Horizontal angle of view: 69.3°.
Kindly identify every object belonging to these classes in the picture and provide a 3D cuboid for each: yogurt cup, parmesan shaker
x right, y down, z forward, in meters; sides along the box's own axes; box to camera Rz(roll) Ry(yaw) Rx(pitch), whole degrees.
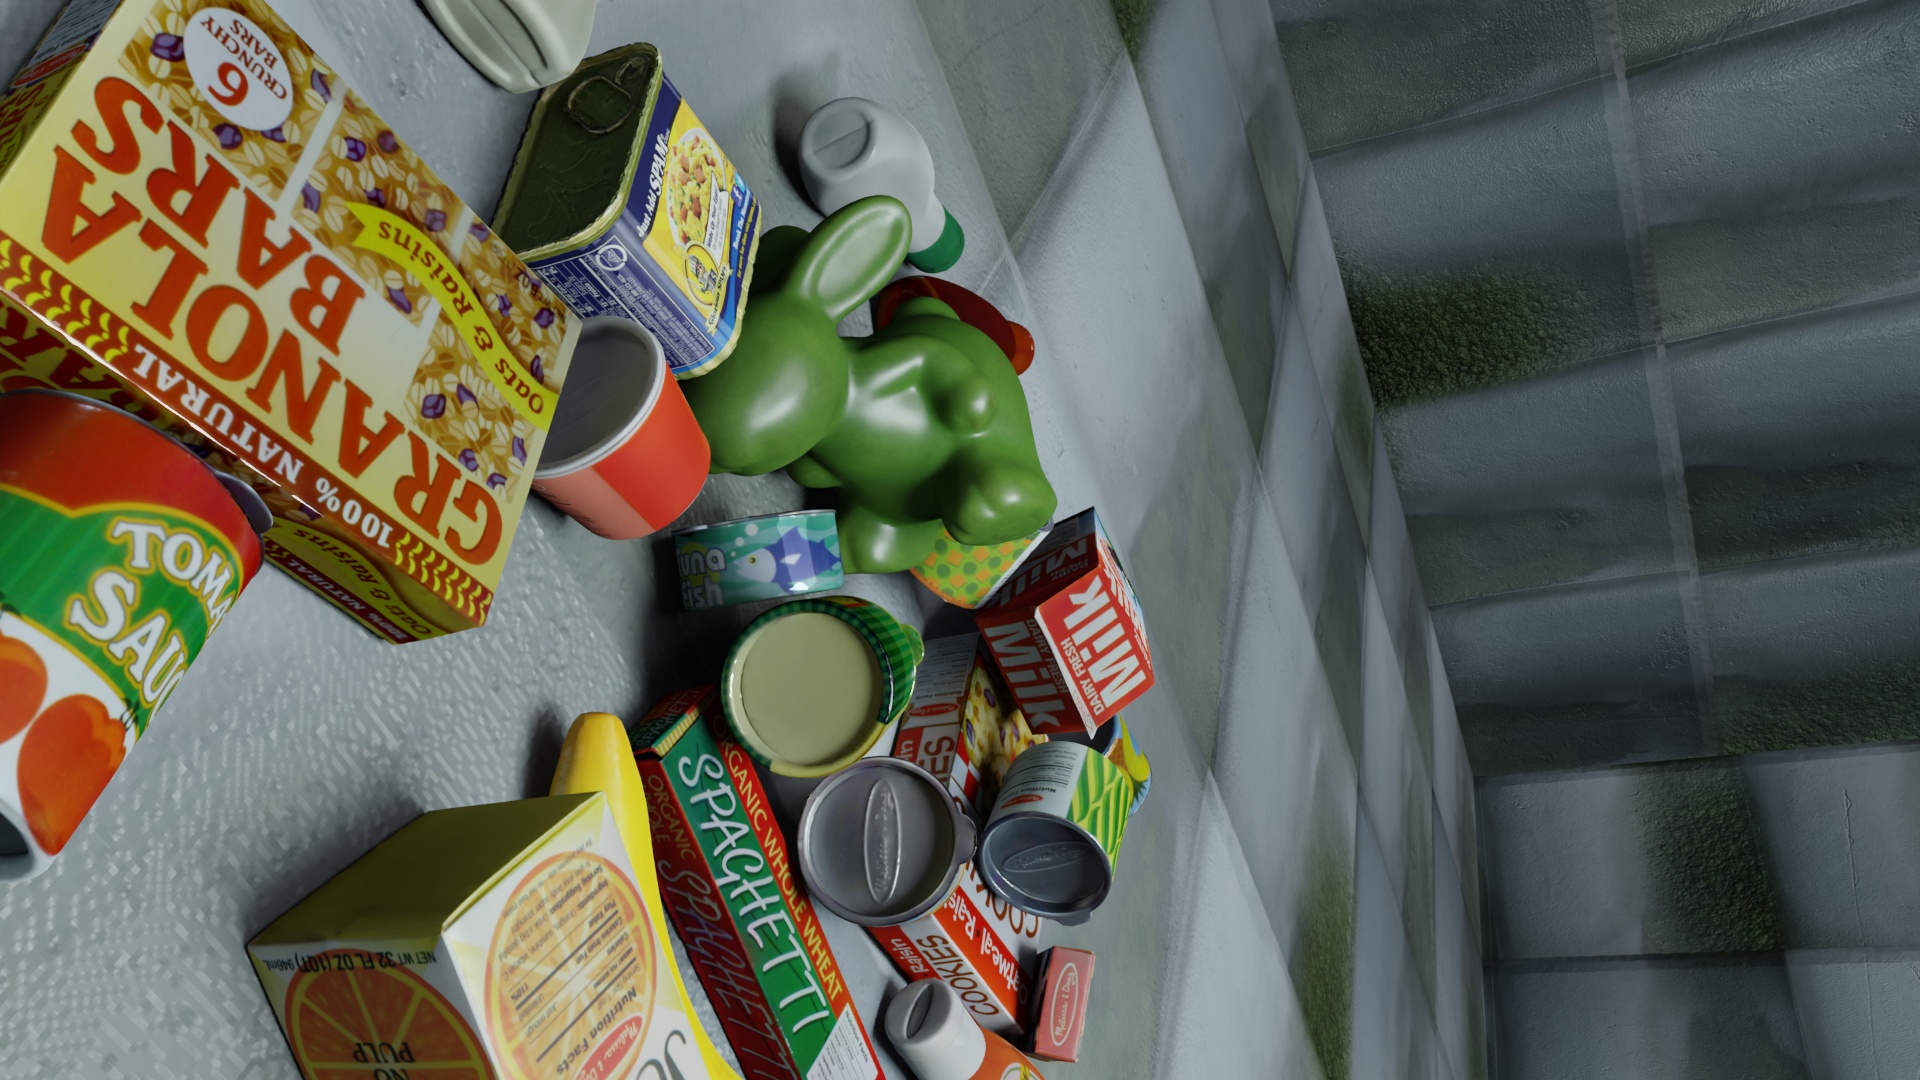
[{"bbox_3d":[-0.124,-0.036,0.488,0.053,0.072,0.073,61,29,-52],"label":"yogurt cup"},{"bbox_3d":[-0.052,0.054,0.555,0.103,0.071,0.071,55,26,-87],"label":"parmesan shaker"}]

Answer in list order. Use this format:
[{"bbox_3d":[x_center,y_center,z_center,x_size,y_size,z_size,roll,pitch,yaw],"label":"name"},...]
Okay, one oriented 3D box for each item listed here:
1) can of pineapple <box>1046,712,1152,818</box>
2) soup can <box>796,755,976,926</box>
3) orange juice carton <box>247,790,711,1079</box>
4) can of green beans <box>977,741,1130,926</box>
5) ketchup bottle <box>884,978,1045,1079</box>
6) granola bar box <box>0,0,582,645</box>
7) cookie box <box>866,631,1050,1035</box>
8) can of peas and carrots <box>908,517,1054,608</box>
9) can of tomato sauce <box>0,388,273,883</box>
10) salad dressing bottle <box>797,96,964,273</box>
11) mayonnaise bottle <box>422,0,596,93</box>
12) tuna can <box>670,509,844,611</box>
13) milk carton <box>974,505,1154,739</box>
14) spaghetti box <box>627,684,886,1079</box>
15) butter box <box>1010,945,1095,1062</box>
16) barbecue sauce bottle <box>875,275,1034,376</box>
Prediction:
[{"bbox_3d":[0.077,0.136,0.849,0.057,0.071,0.071,57,32,-39],"label":"can of pineapple"},{"bbox_3d":[-0.028,0.129,0.586,0.083,0.071,0.071,81,5,-74],"label":"soup can"},{"bbox_3d":[-0.118,0.177,0.402,0.073,0.071,0.192,-42,118,-62],"label":"orange juice carton"},{"bbox_3d":[0.047,0.142,0.684,0.058,0.071,0.071,-60,134,-57],"label":"can of green beans"},{"bbox_3d":[0.009,0.270,0.677,0.148,0.043,0.065,62,37,-33],"label":"ketchup bottle"},{"bbox_3d":[-0.187,-0.064,0.390,0.165,0.039,0.125,51,36,-47],"label":"granola bar box"},{"bbox_3d":[0.005,0.151,0.721,0.122,0.040,0.168,60,30,-37],"label":"cookie box"},{"bbox_3d":[0.003,-0.009,0.710,0.071,0.058,0.071,35,20,-15],"label":"can of peas and carrots"},{"bbox_3d":[-0.199,0.020,0.293,0.071,0.071,0.083,59,32,-39],"label":"can of tomato sauce"},{"bbox_3d":[-0.037,-0.184,0.745,0.044,0.064,0.147,69,13,16],"label":"salad dressing bottle"},{"bbox_3d":[-0.157,-0.239,0.525,0.064,0.041,0.149,53,34,-48],"label":"mayonnaise bottle"},{"bbox_3d":[-0.082,0.008,0.557,0.071,0.071,0.033,-5,86,-66],"label":"tuna can"},{"bbox_3d":[0.057,0.045,0.762,0.072,0.073,0.191,64,9,-9],"label":"milk carton"},{"bbox_3d":[-0.073,0.176,0.553,0.050,0.028,0.249,-53,127,-58],"label":"spaghetti box"},{"bbox_3d":[0.047,0.243,0.725,0.103,0.024,0.053,104,-1,-69],"label":"butter box"},{"bbox_3d":[0.002,-0.117,0.818,0.149,0.043,0.065,-8,87,-66],"label":"barbecue sauce bottle"}]
